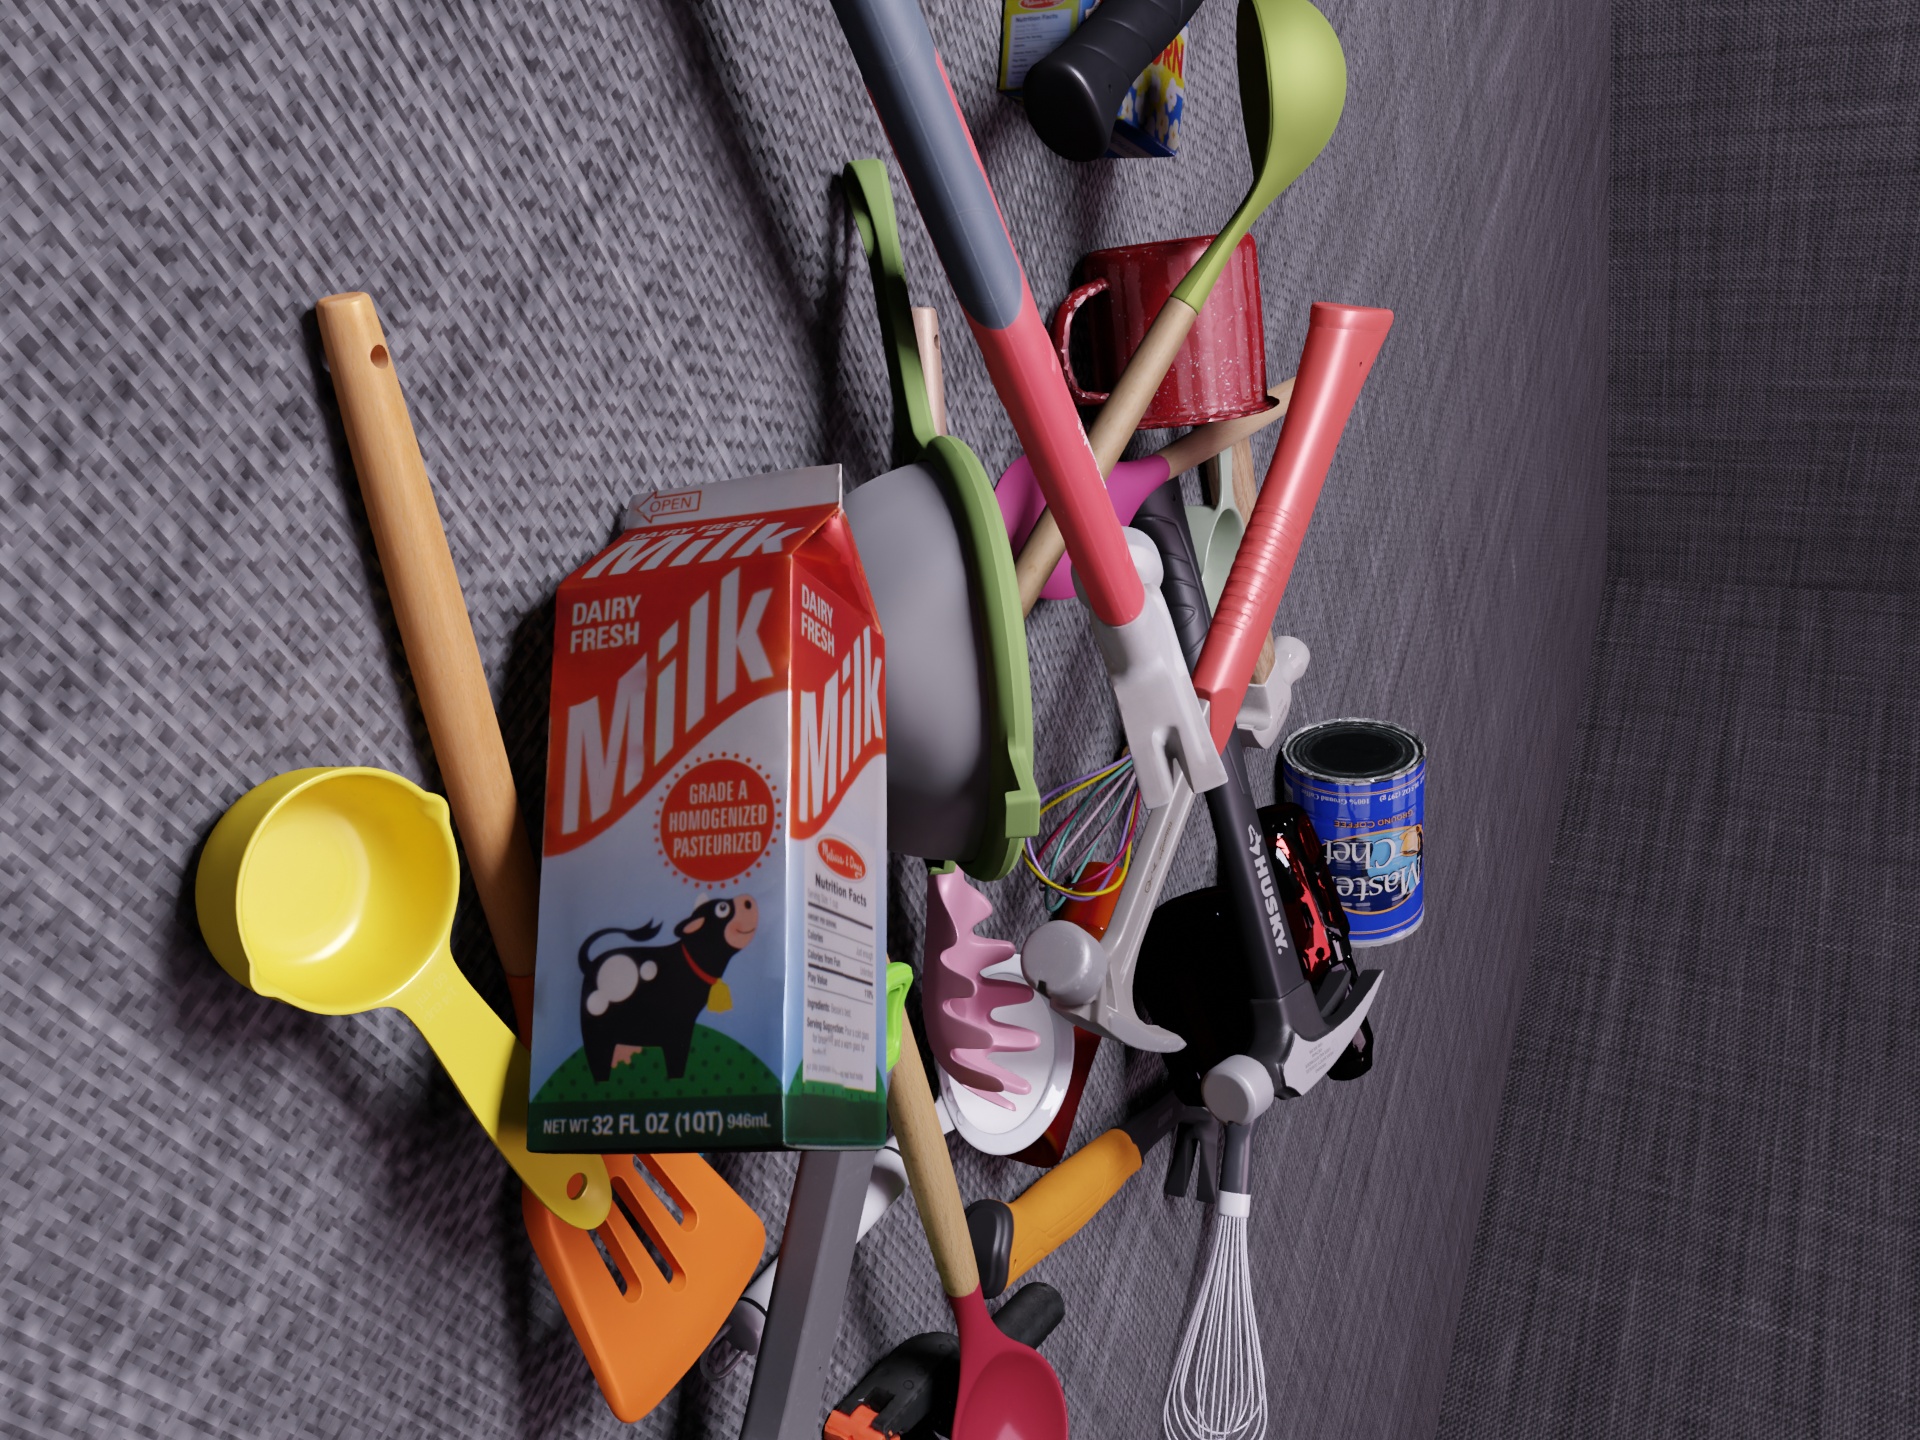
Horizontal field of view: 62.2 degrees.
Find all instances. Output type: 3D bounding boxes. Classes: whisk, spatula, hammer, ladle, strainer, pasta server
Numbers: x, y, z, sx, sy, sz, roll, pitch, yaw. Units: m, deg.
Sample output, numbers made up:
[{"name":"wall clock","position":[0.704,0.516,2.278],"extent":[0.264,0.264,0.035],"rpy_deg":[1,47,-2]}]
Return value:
[{"name":"whisk","position":[0.184,0.366,1.097],"extent":[0.070,0.070,0.285],"rpy_deg":[30,65,-61]},{"name":"spatula","position":[-0.116,0.047,0.434],"extent":[0.081,0.041,0.322],"rpy_deg":[-46,134,-53]},{"name":"hammer","position":[0.117,-0.358,0.718],"extent":[0.409,0.036,0.149],"rpy_deg":[-58,143,-41]},{"name":"ladle","position":[-0.005,0.207,0.631],"extent":[0.069,0.031,0.315],"rpy_deg":[-39,128,-39]},{"name":"strainer","position":[-0.036,-0.068,0.539],"extent":[0.151,0.069,0.256],"rpy_deg":[137,-57,-75]},{"name":"hammer","position":[0.168,-0.117,0.968],"extent":[0.130,0.031,0.331],"rpy_deg":[-59,144,-40]},{"name":"strainer","position":[-0.022,0.174,0.652],"extent":[0.258,0.050,0.086],"rpy_deg":[-37,112,-48]},{"name":"pasta server","position":[-0.001,-0.002,0.629],"extent":[0.060,0.040,0.316],"rpy_deg":[-23,111,-70]},{"name":"hammer","position":[0.126,-0.027,0.725],"extent":[0.149,0.037,0.359],"rpy_deg":[40,68,-58]},{"name":"hammer","position":[0.141,0.027,0.835],"extent":[0.146,0.035,0.335],"rpy_deg":[-18,94,-46]},{"name":"hammer","position":[0.081,0.252,0.881],"extent":[0.336,0.034,0.127],"rpy_deg":[-5,100,-63]},{"name":"whisk","position":[0.091,0.033,0.839],"extent":[0.245,0.047,0.051],"rpy_deg":[-43,132,-57]},{"name":"hammer","position":[0.010,-0.137,0.511],"extent":[0.143,0.038,0.385],"rpy_deg":[-100,166,-47]},{"name":"ladle","position":[0.071,-0.159,0.677],"extent":[0.320,0.062,0.078],"rpy_deg":[-60,177,2]}]

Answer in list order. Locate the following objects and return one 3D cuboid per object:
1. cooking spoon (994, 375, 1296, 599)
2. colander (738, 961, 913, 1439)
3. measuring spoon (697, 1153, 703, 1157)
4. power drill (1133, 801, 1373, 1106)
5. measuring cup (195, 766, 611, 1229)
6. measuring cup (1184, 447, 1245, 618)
[{"name":"cooking spoon","position":[0.113,-0.135,0.804],"extent":[0.319,0.017,0.068],"rpy_deg":[-34,102,-45]},{"name":"colander","position":[-0.035,0.282,0.528],"extent":[0.204,0.094,0.397],"rpy_deg":[0,103,-72]},{"name":"measuring spoon","position":[-0.097,0.095,0.517],"extent":[0.042,0.021,0.128],"rpy_deg":[-49,147,-50]},{"name":"power drill","position":[0.195,0.163,0.986],"extent":[0.226,0.080,0.188],"rpy_deg":[-23,94,-62]},{"name":"measuring cup","position":[-0.133,0.076,0.399],"extent":[0.062,0.029,0.156],"rpy_deg":[-54,134,-37]},{"name":"measuring cup","position":[0.131,-0.128,0.887],"extent":[0.083,0.038,0.167],"rpy_deg":[-28,119,-59]}]
